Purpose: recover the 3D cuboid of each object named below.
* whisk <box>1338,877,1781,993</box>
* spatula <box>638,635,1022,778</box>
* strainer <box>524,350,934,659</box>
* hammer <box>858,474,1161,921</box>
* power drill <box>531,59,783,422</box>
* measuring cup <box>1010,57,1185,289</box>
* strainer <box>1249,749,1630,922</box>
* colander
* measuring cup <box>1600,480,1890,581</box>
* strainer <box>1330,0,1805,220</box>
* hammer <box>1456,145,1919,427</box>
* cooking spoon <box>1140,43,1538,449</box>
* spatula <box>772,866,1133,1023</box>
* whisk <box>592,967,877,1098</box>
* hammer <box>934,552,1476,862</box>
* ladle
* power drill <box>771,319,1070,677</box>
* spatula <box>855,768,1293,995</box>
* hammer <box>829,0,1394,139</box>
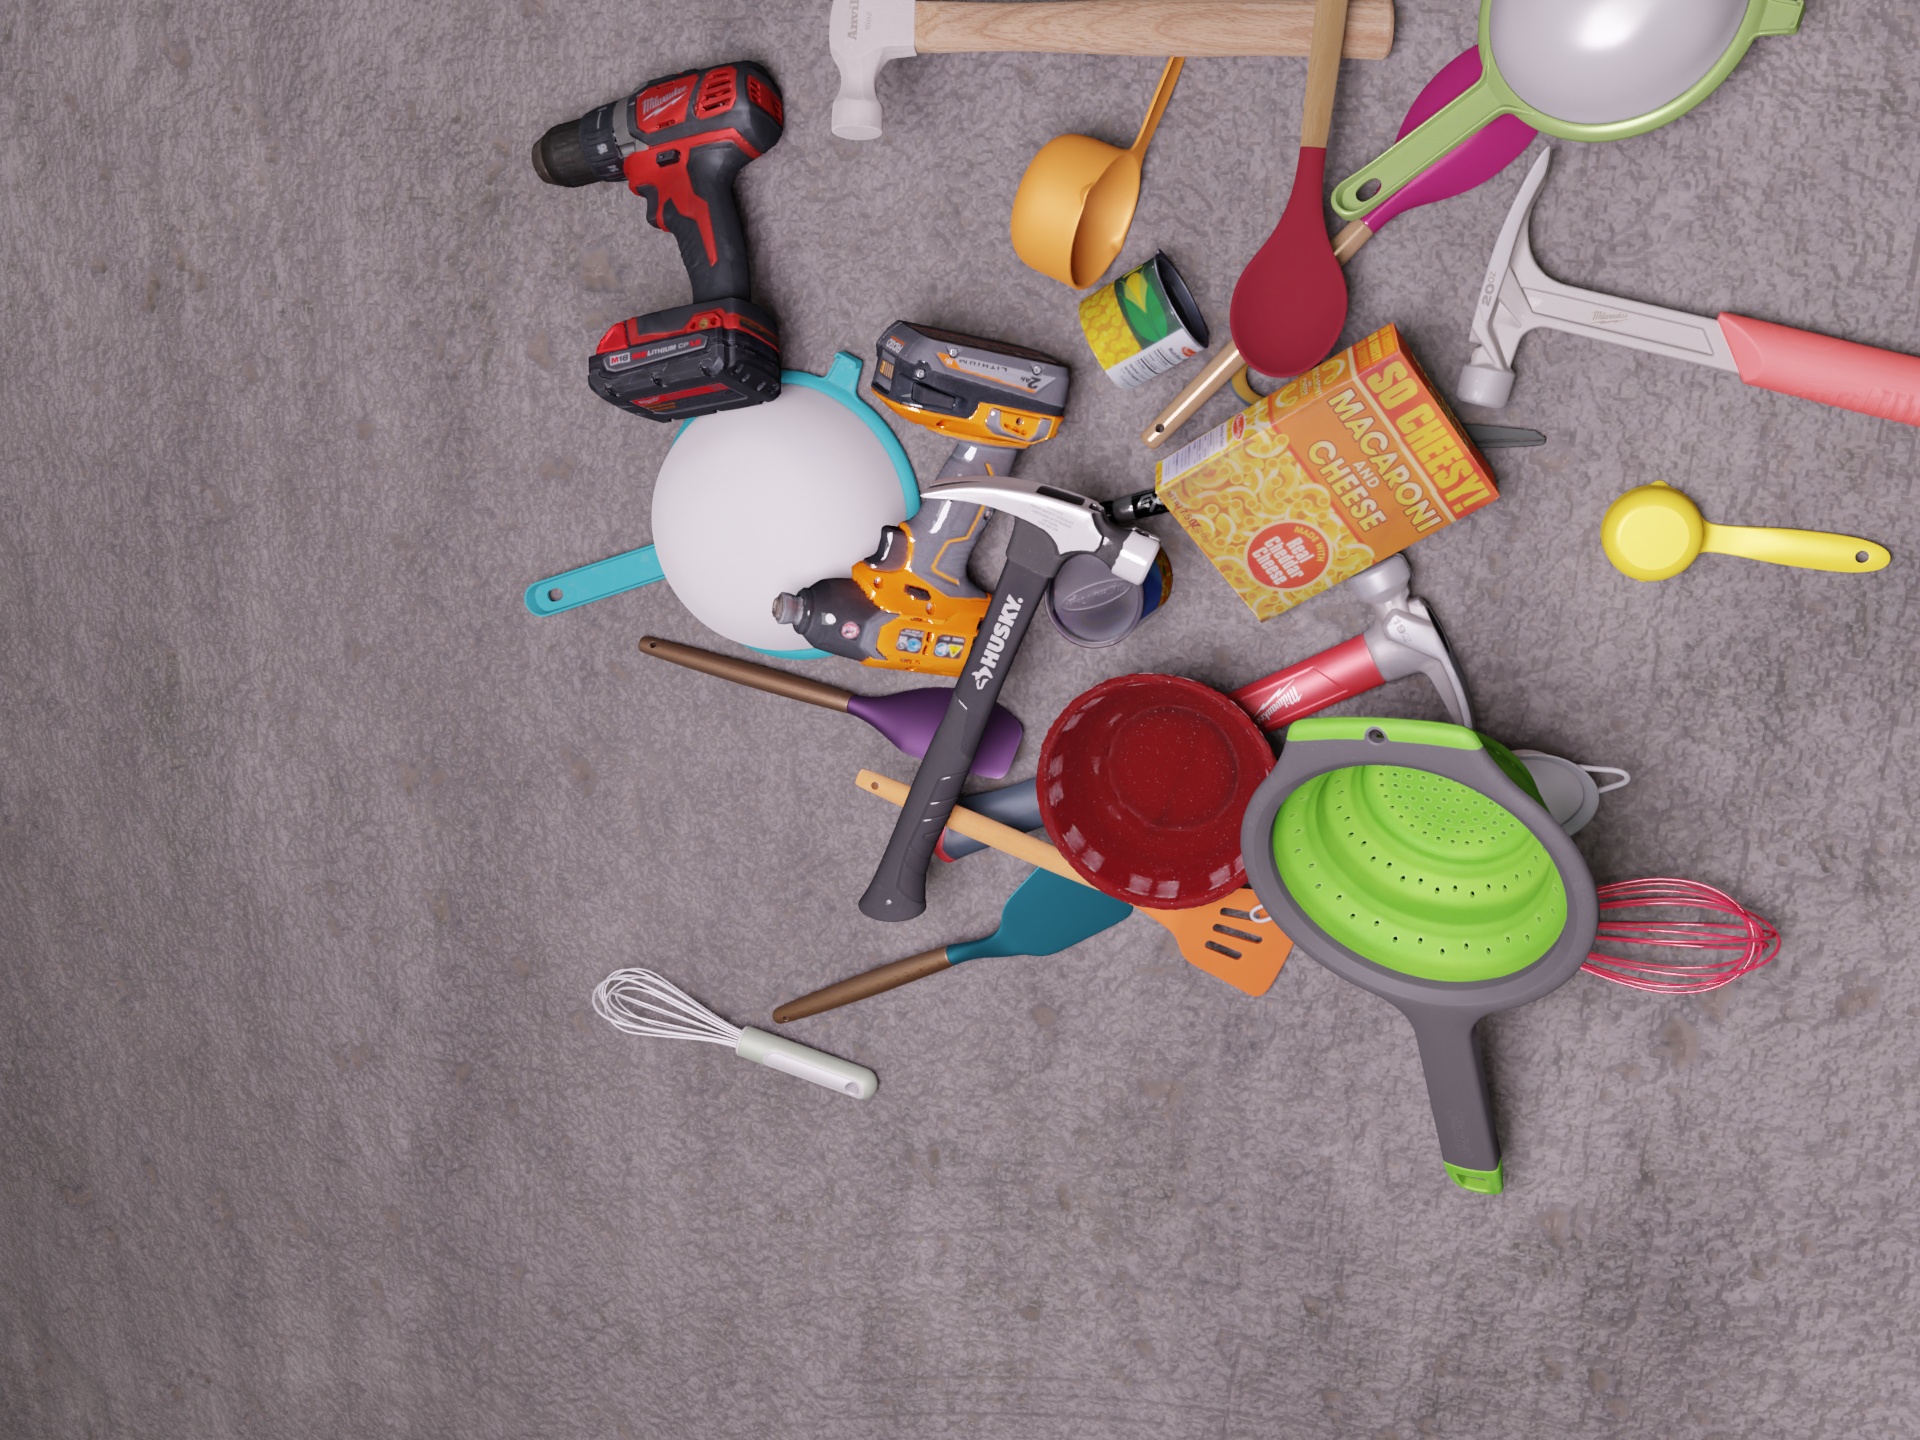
[{"bbox_3d":[0.361,0.133,1.022,0.296,0.073,0.073,1,105,26],"label":"whisk"},{"bbox_3d":[-0.102,-0.021,1.176,0.316,0.018,0.060,15,73,20],"label":"spatula"},{"bbox_3d":[-0.197,-0.123,1.148,0.340,0.095,0.211,-14,99,23],"label":"strainer"},{"bbox_3d":[-0.002,-0.003,1.041,0.146,0.035,0.334,25,117,4],"label":"hammer"},{"bbox_3d":[-0.209,-0.325,1.086,0.188,0.080,0.227,-5,83,23],"label":"power drill"},{"bbox_3d":[0.087,-0.358,0.991,0.052,0.095,0.173,26,94,18],"label":"measuring cup"},{"bbox_3d":[0.300,0.075,1.028,0.258,0.050,0.086,-29,123,23],"label":"strainer"},{"bbox_3d":[0.302,0.134,0.982,0.204,0.094,0.396,3,128,34],"label":"colander"},{"bbox_3d":[0.458,-0.103,0.932,0.156,0.029,0.062,10,108,20],"label":"measuring cup"},{"bbox_3d":[0.309,-0.369,0.876,0.256,0.069,0.151,-34,73,25],"label":"strainer"},{"bbox_3d":[0.476,-0.210,0.894,0.359,0.037,0.149,19,110,16],"label":"hammer"},{"bbox_3d":[0.227,-0.282,0.969,0.319,0.017,0.069,-44,84,19],"label":"cooking spoon"},{"bbox_3d":[-0.022,0.176,1.194,0.317,0.044,0.082,-24,120,32],"label":"spatula"},{"bbox_3d":[-0.181,0.254,1.272,0.246,0.059,0.057,17,122,11],"label":"whisk"},{"bbox_3d":[0.151,0.031,1.085,0.386,0.038,0.143,-25,96,25],"label":"hammer"},{"bbox_3d":[0.206,-0.359,0.920,0.069,0.031,0.315,10,109,15],"label":"ladle"},{"bbox_3d":[-0.028,-0.140,1.048,0.164,0.084,0.226,6,111,-25],"label":"power drill"},{"bbox_3d":[0.078,0.100,1.101,0.322,0.041,0.081,23,102,6],"label":"spatula"},{"bbox_3d":[0.088,-0.414,0.945,0.331,0.031,0.130,2,93,4],"label":"hammer"}]
